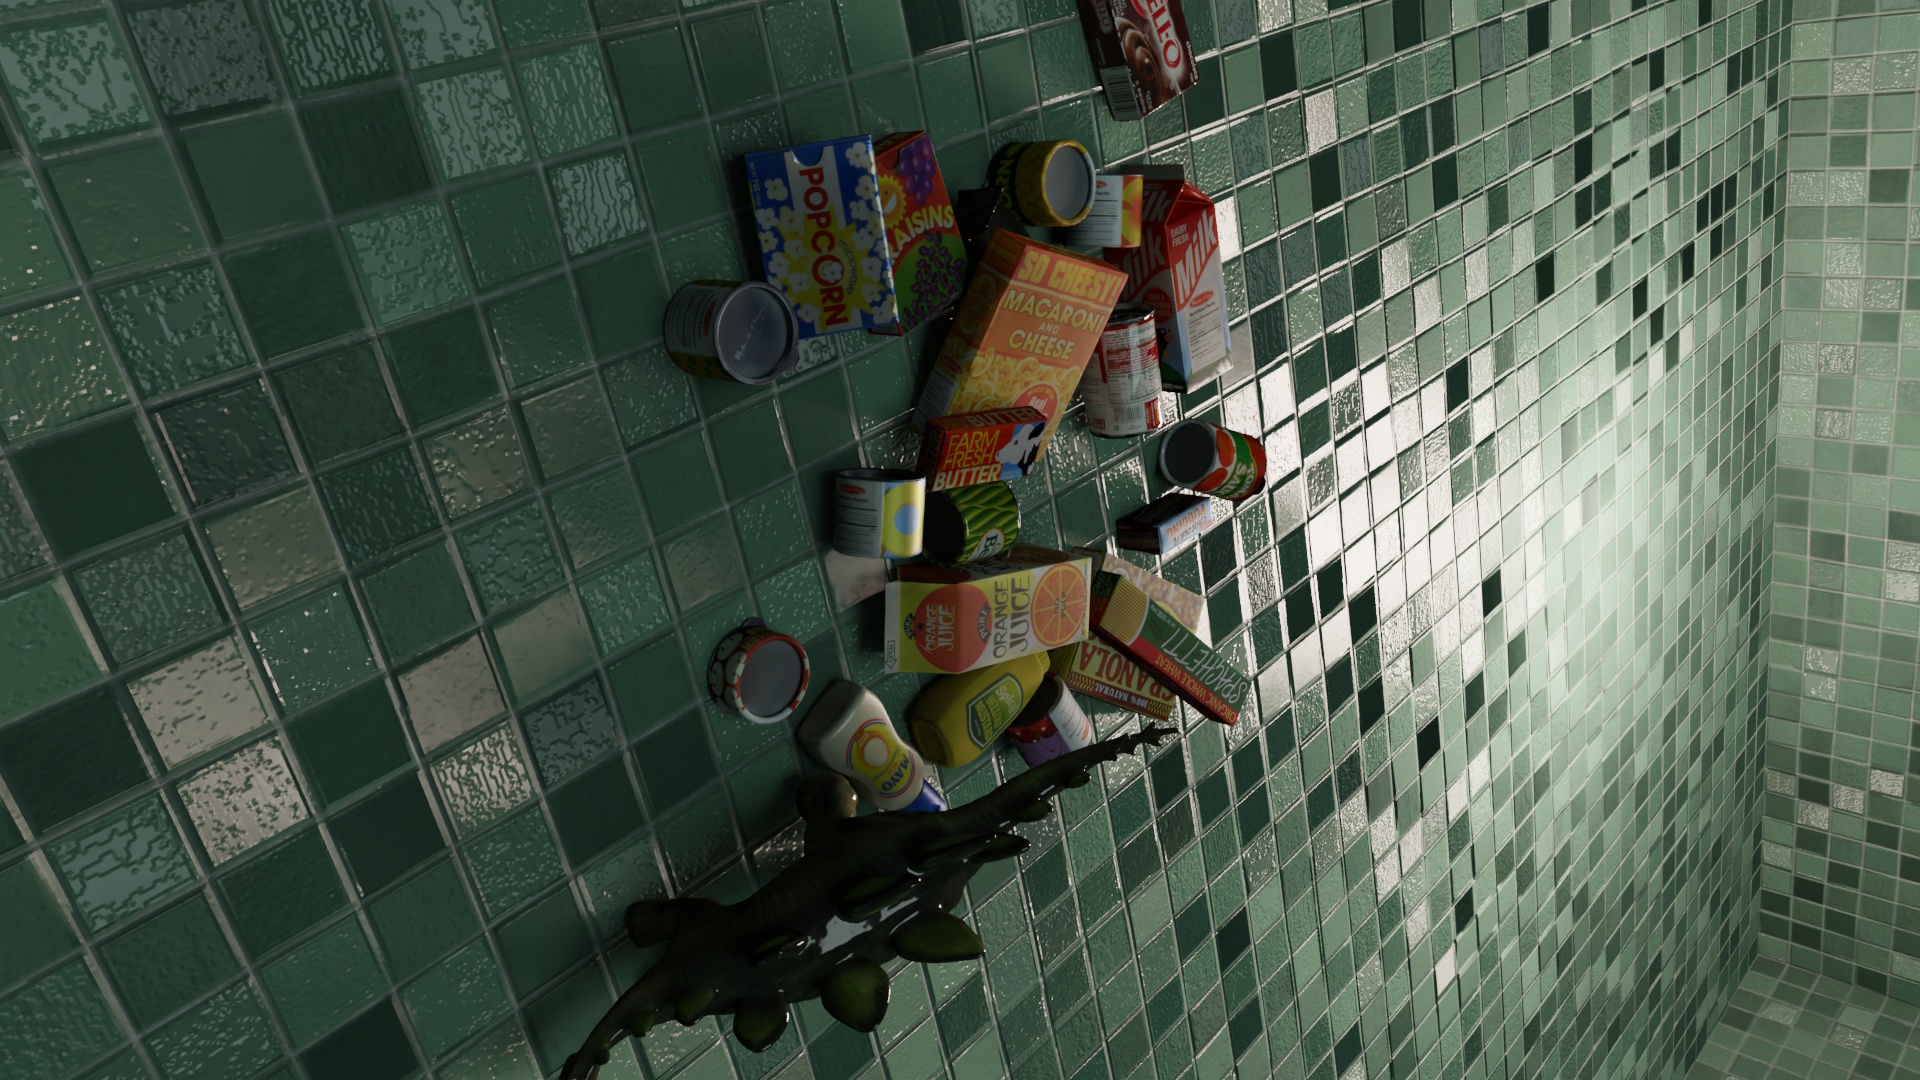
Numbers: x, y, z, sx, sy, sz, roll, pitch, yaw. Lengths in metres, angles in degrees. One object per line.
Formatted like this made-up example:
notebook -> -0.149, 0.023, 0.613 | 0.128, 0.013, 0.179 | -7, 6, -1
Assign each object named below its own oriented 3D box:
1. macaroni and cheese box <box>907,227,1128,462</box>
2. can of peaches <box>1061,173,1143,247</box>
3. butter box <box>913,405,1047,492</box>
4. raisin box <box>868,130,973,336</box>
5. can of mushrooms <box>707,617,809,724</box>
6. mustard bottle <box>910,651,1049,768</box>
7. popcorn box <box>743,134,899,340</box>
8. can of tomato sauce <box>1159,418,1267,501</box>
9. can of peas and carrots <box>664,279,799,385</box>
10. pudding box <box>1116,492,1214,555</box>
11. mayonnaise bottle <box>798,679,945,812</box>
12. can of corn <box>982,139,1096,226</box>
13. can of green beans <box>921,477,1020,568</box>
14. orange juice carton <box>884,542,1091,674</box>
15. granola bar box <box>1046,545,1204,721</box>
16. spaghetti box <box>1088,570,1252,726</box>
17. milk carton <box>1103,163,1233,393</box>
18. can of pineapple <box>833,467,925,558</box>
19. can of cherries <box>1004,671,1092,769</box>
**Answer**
macaroni and cheese box -> 0.044, -0.147, 1.067 | 0.124, 0.040, 0.165 | 4, 117, -46
can of peaches -> 0.117, -0.269, 1.135 | 0.071, 0.071, 0.058 | -11, 107, -43
butter box -> 0.016, -0.070, 1.049 | 0.104, 0.024, 0.052 | -11, 129, -38
raisin box -> -0.045, -0.221, 1.002 | 0.086, 0.040, 0.123 | -39, 123, -32
can of mushrooms -> -0.141, 0.092, 0.977 | 0.071, 0.033, 0.071 | -12, 107, -42
mustard bottle -> 0.028, 0.119, 1.140 | 0.161, 0.049, 0.065 | -39, 125, -33
popcorn box -> -0.093, -0.202, 0.931 | 0.085, 0.038, 0.126 | -10, 110, -6
can of tomato sauce -> 0.236, -0.073, 1.294 | 0.083, 0.071, 0.071 | 11, 91, -45
can of peas and carrots -> -0.148, -0.135, 0.904 | 0.071, 0.059, 0.070 | -13, 108, -43
pudding box -> 0.188, -0.016, 1.272 | 0.084, 0.049, 0.030 | -26, 115, -39
mayonnaise bottle -> -0.062, 0.172, 1.067 | 0.065, 0.041, 0.147 | -52, 130, -19
can of corn -> 0.062, -0.278, 1.084 | 0.071, 0.058, 0.071 | -11, 106, -43
can of green beans -> 0.003, -0.016, 1.074 | 0.058, 0.071, 0.071 | -15, 109, -42
orange juice carton -> 0.013, 0.053, 1.094 | 0.193, 0.073, 0.071 | -10, 106, -43
granola bar box -> 0.148, 0.087, 1.261 | 0.165, 0.039, 0.124 | 23, 82, -45
spaghetti box -> 0.190, 0.102, 1.255 | 0.249, 0.028, 0.050 | 37, 73, -42
milk carton -> 0.177, -0.230, 1.200 | 0.074, 0.072, 0.189 | -31, 120, -37
can of pineapple -> -0.058, -0.021, 1.012 | 0.071, 0.071, 0.057 | -7, 104, -44
can of cherries -> 0.068, 0.154, 1.176 | 0.072, 0.071, 0.058 | -50, 125, -25
